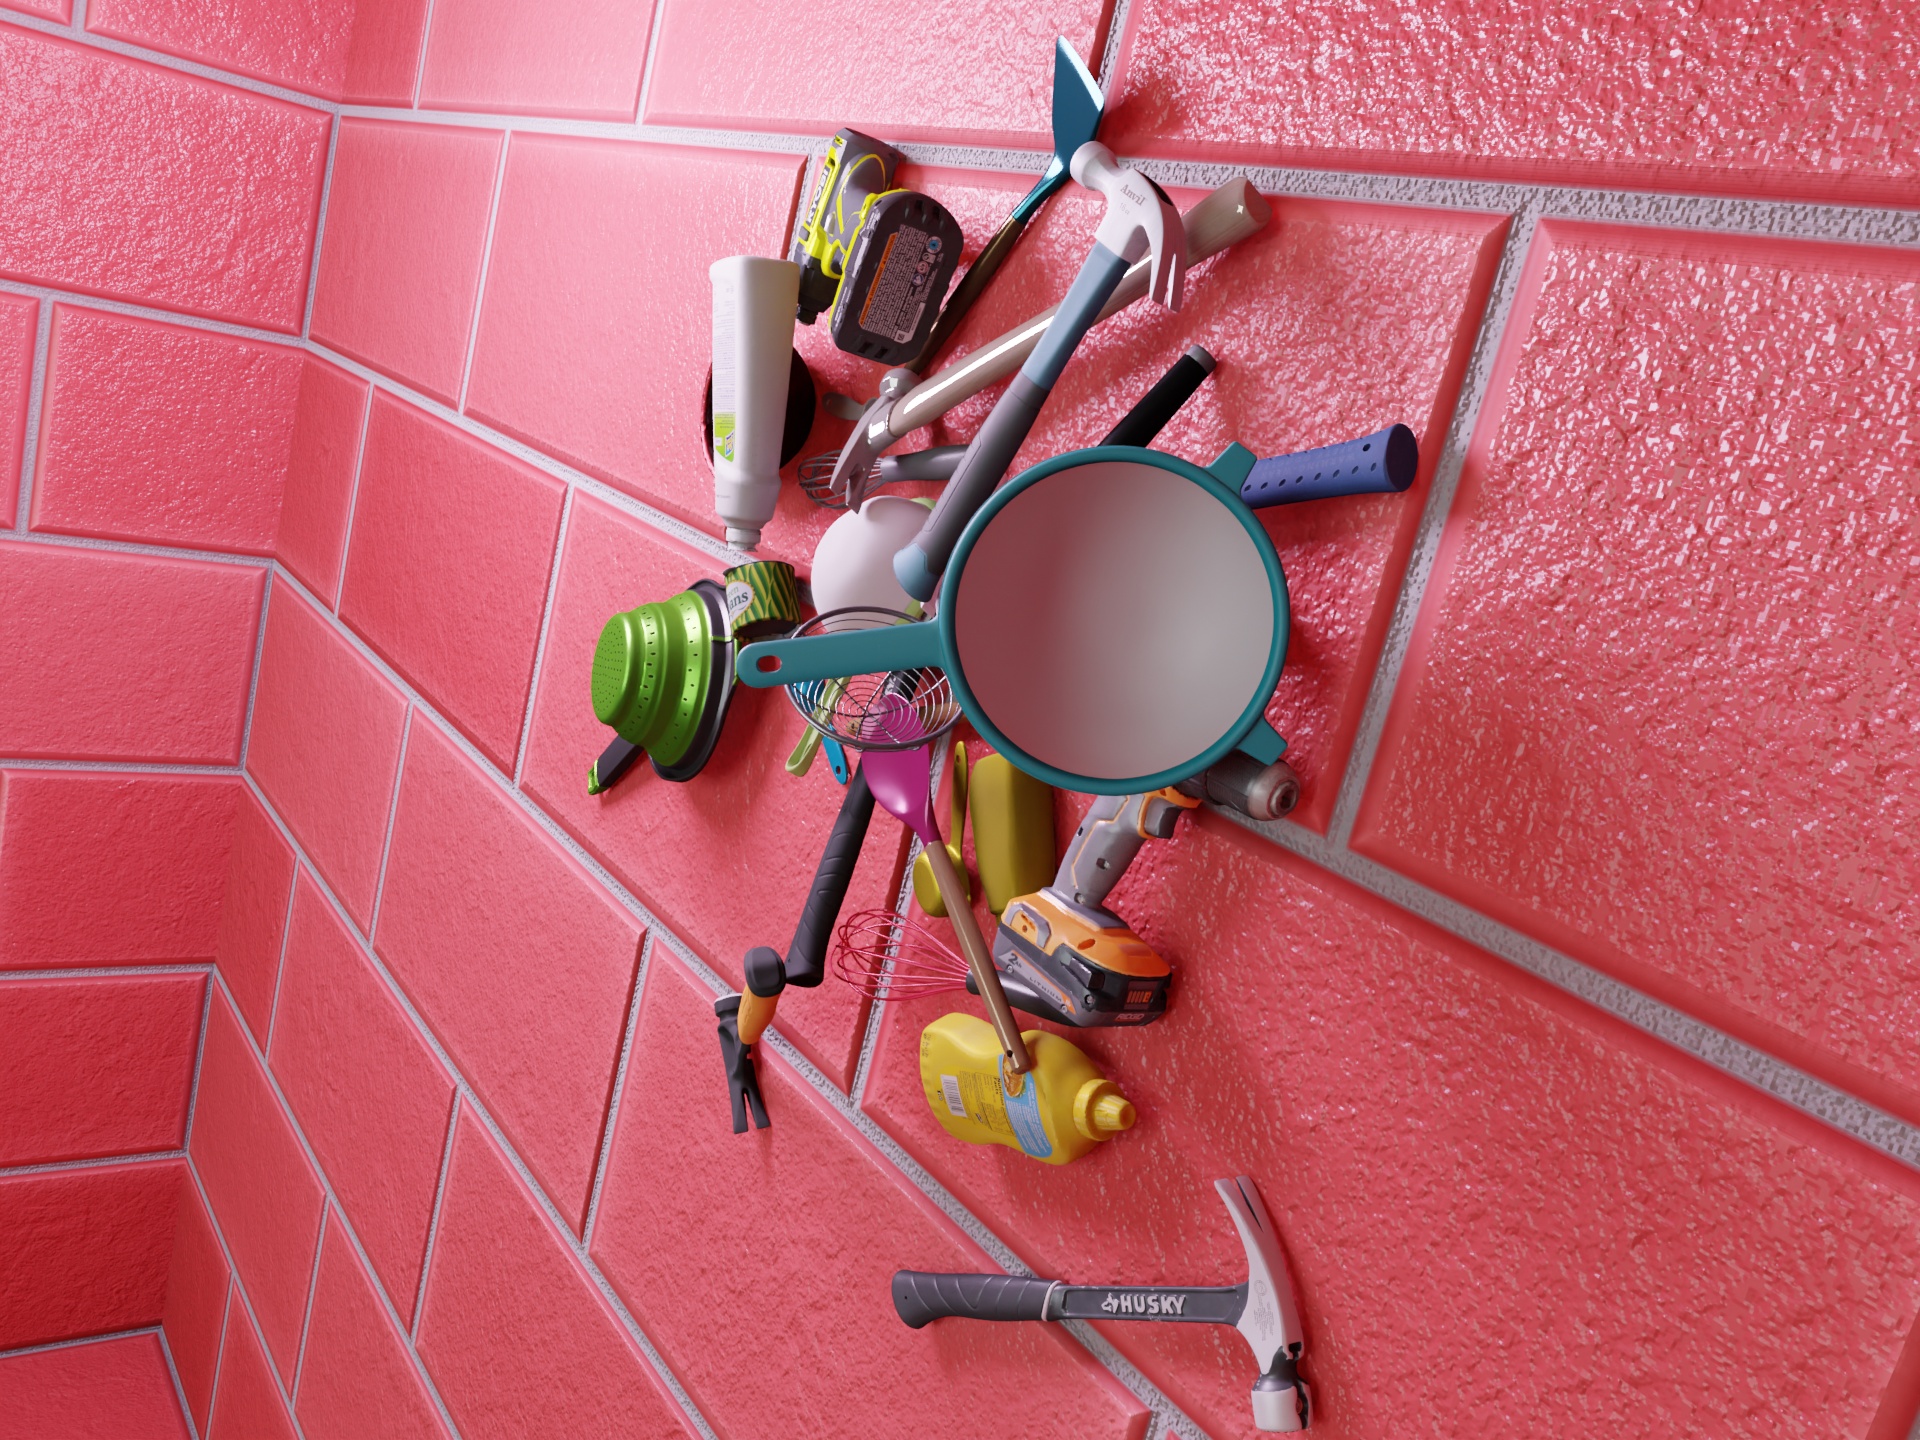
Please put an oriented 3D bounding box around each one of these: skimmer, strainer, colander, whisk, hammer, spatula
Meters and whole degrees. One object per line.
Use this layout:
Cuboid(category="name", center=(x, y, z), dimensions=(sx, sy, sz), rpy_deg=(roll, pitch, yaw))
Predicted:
Cuboid(category="skimmer", center=(0.034, -0.124, 1.061), dimensions=(0.363, 0.090, 0.127), rpy_deg=(-47, 67, 3))
Cuboid(category="strainer", center=(0.033, -0.056, 1.004), dimensions=(0.340, 0.095, 0.211), rpy_deg=(-7, 96, 8))
Cuboid(category="colander", center=(-0.343, -0.012, 1.617), dimensions=(0.397, 0.094, 0.205), rpy_deg=(-38, 51, 50))
Cuboid(category="whisk", center=(-0.057, -0.209, 1.343), dimensions=(0.239, 0.055, 0.055), rpy_deg=(3, 89, 47))
Cuboid(category="hammer", center=(0.123, -0.142, 1.087), dimensions=(0.405, 0.035, 0.144), rpy_deg=(-3, 57, 48))
Cuboid(category="hammer", center=(-0.177, 0.262, 1.349), dimensions=(0.336, 0.034, 0.127), rpy_deg=(116, 143, -65))
Cuboid(category="spatula", center=(0.023, -0.380, 1.254), dimensions=(0.317, 0.044, 0.082), rpy_deg=(-49, 55, 39))
Cuboid(category="hammer", center=(-0.082, 0.058, 1.295), dimensions=(0.146, 0.035, 0.335), rpy_deg=(16, 86, 57))
Cuboid(category="hammer", center=(0.077, 0.406, 1.125), dimensions=(0.409, 0.036, 0.149), rpy_deg=(-22, 68, 49))
Cuboid(category="strainer", center=(-0.101, -0.082, 1.296), dimensions=(0.151, 0.069, 0.256), rpy_deg=(8, 71, 56))
Cuboid(category="hammer", center=(0.045, -0.226, 1.109), dimensions=(0.128, 0.033, 0.331), rpy_deg=(49, 117, 33))
Cuboid(category="hammer", center=(0.054, -0.276, 1.171), dimensions=(0.410, 0.038, 0.146), rpy_deg=(-21, 37, 45))
Cuboid(category="whisk", center=(-0.001, 0.195, 1.223), dimensions=(0.296, 0.073, 0.073), rpy_deg=(6, 91, 46))

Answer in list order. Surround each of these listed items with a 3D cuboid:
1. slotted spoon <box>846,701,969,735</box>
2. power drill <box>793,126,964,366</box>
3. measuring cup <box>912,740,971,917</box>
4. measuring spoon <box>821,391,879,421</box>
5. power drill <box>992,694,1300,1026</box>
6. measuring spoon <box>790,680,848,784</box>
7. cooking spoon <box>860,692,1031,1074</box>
Cuboid(category="slotted spoon", center=(-0.002, -0.004, 1.268), dimensions=(0.314, 0.031, 0.070), rpy_deg=(-7, 76, 53))
Cuboid(category="power drill", center=(-0.084, -0.392, 1.347), dimensions=(0.171, 0.080, 0.223), rpy_deg=(-66, 29, 22))
Cuboid(category="measuring cup", center=(-0.014, 0.086, 1.237), dimensions=(0.062, 0.029, 0.156), rpy_deg=(46, 139, 50))
Cuboid(category="measuring spoon", center=(-0.093, -0.277, 1.420), dimensions=(0.124, 0.018, 0.034), rpy_deg=(33, 113, 55))
Cuboid(category="power drill", center=(0.124, 0.092, 1.062), dimensions=(0.185, 0.084, 0.226), rpy_deg=(29, 105, 47))
Cuboid(category="measuring spoon", center=(-0.129, 0.005, 1.429), dimensions=(0.042, 0.021, 0.129), rpy_deg=(-51, 49, 36))
Cuboid(category="cooking spoon", center=(-0.011, 0.114, 1.173), dimensions=(0.068, 0.017, 0.319), rpy_deg=(-40, 56, 28))
